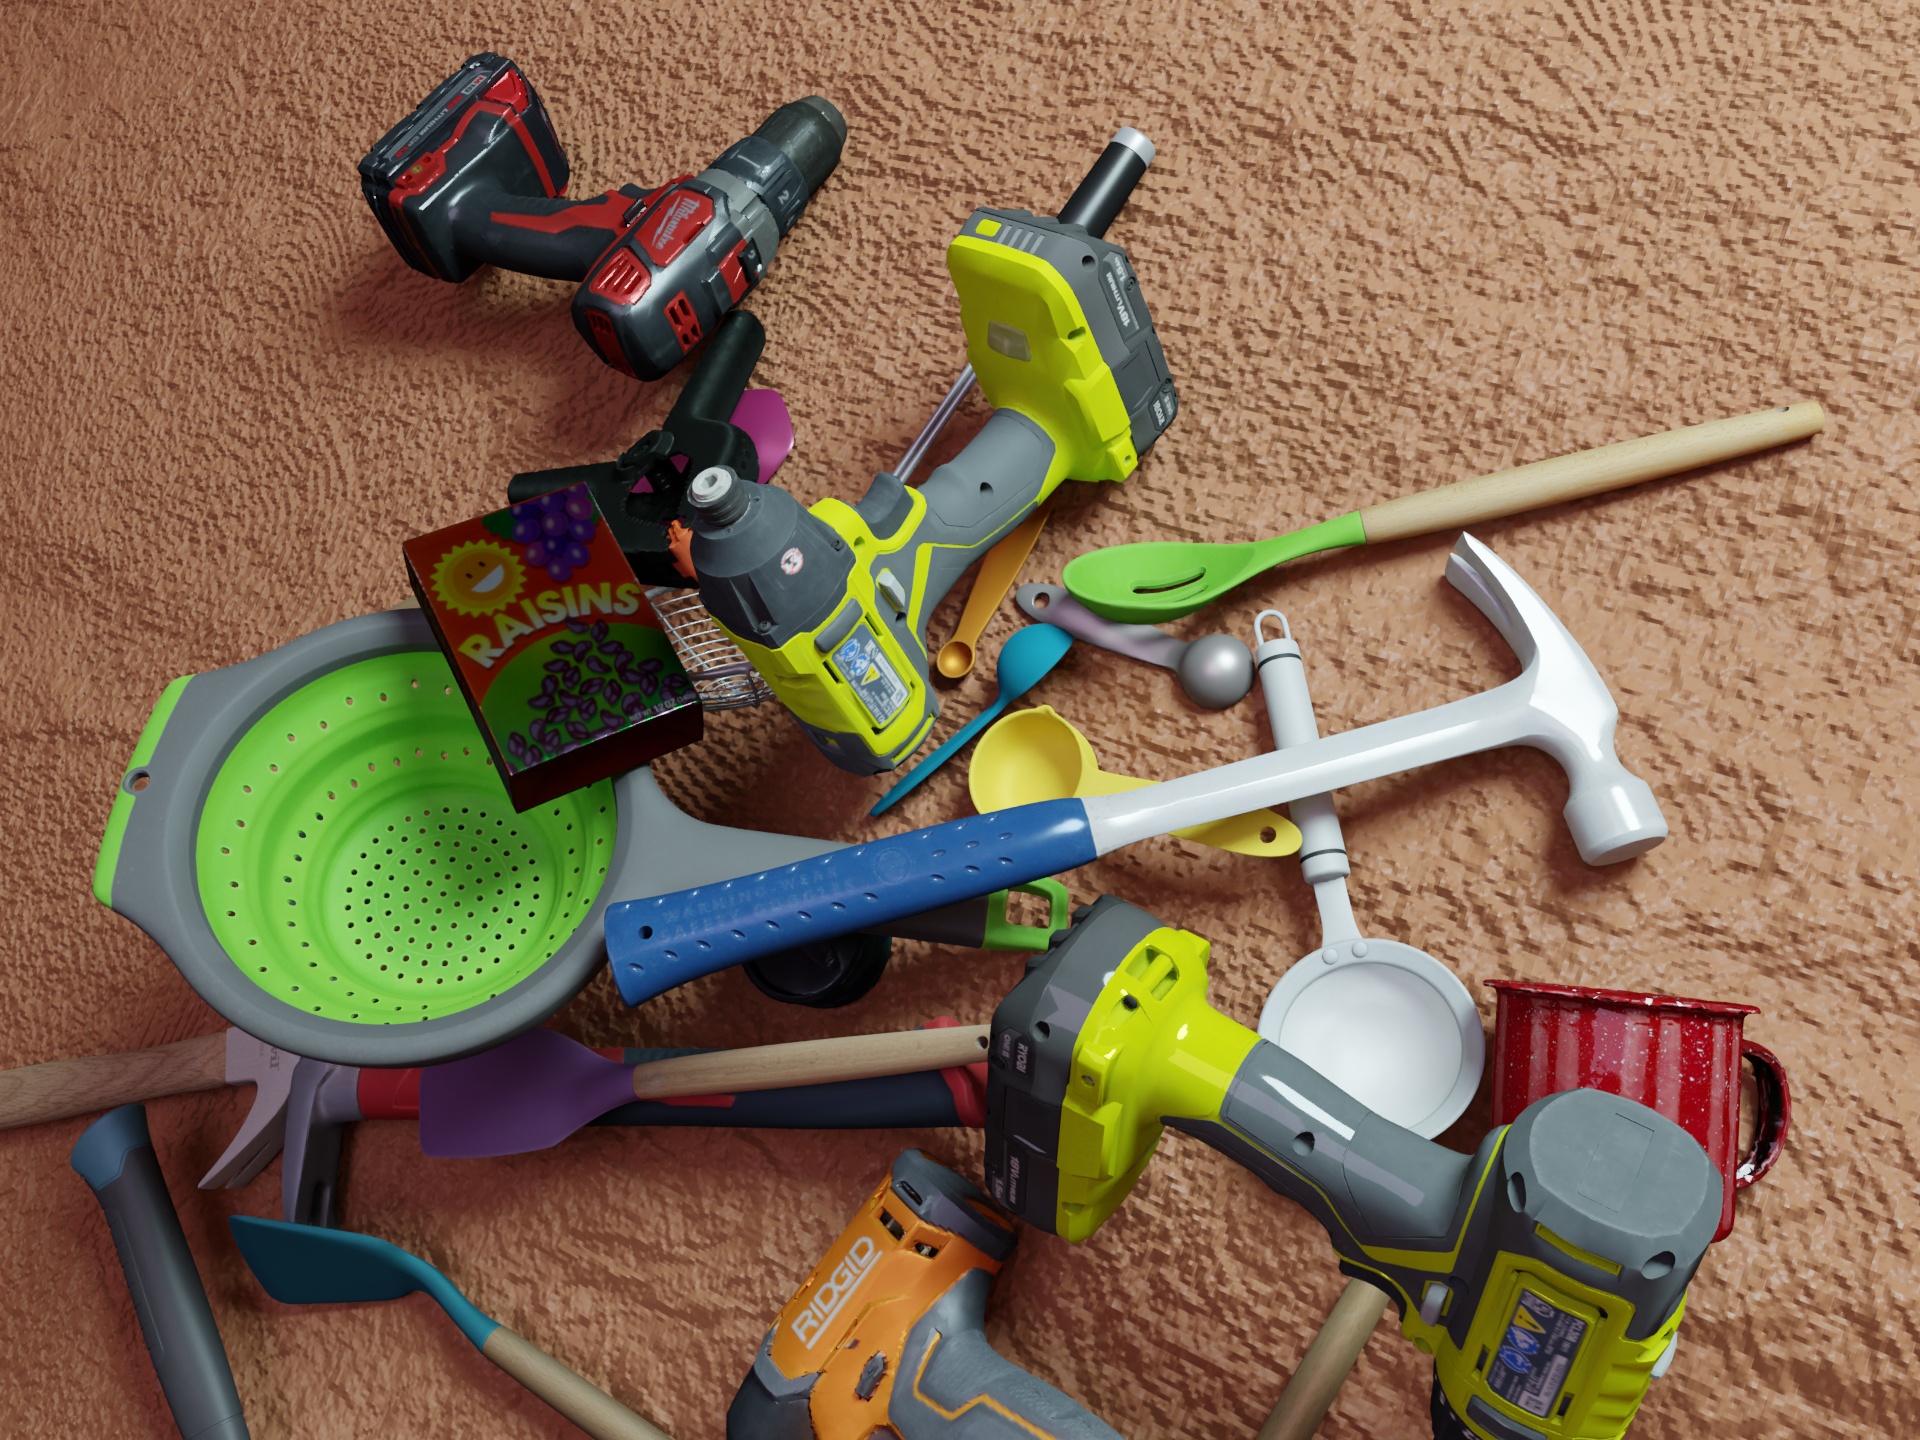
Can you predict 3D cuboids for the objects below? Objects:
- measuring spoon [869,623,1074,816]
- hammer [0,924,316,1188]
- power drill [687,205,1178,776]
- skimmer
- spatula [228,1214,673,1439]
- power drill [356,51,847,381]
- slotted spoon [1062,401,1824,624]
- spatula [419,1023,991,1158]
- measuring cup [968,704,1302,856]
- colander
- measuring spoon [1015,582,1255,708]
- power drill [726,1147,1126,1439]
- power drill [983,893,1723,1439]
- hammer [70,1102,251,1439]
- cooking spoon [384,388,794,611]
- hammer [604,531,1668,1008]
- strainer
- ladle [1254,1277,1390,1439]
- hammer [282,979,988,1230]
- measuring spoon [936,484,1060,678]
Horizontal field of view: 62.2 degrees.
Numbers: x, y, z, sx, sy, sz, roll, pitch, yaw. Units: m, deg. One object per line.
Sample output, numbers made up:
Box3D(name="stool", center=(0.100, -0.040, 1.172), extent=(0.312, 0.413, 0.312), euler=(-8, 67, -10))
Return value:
Box3D(name="measuring spoon", center=(-0.001, -0.002, 0.734), extent=(0.128, 0.042, 0.021), euler=(-42, 98, 14))
Box3D(name="hammer", center=(-0.488, 0.205, 0.880), extent=(0.331, 0.031, 0.130), euler=(-13, 70, 19))
Box3D(name="power drill", center=(-0.013, -0.104, 0.677), extent=(0.080, 0.171, 0.223), euler=(29, 72, 36))
Box3D(name="skimmer", center=(-0.036, -0.152, 0.761), extent=(0.363, 0.090, 0.127), euler=(-55, 37, -1))
Box3D(name="spatula", center=(-0.201, 0.306, 0.726), extent=(0.318, 0.082, 0.044), euler=(23, 46, 22))
Box3D(name="power drill", center=(-0.188, -0.288, 0.860), extent=(0.227, 0.080, 0.188), euler=(26, 67, 26))
Box3D(name="slotted spoon", center=(0.198, -0.087, 0.678), extent=(0.314, 0.031, 0.070), euler=(-13, 27, 15))
Box3D(name="spatula", center=(-0.117, 0.151, 0.686), extent=(0.316, 0.018, 0.060), euler=(-11, 74, 25))
Box3D(name="measuring cup", center=(0.076, 0.036, 0.691), extent=(0.157, 0.029, 0.062), euler=(14, 81, 29))
Box3D(name="colander", center=(-0.154, 0.072, 0.702), extent=(0.397, 0.094, 0.205), euler=(8, 63, -3))
Box3D(name="measuring spoon", center=(0.075, -0.040, 0.724), extent=(0.124, 0.018, 0.034), euler=(24, 86, 27))
Box3D(name="power drill", center=(0.002, 0.292, 0.600), extent=(0.164, 0.084, 0.227), euler=(-51, 46, -5))
Box3D(name="power drill", center=(0.123, 0.174, 0.552), extent=(0.229, 0.190, 0.080), euler=(24, 43, 27))
Box3D(name="hammer", center=(-0.362, 0.344, 0.769), extent=(0.128, 0.033, 0.331), euler=(-32, 73, 10))
Box3D(name="cooking spoon", center=(-0.230, -0.094, 0.864), extent=(0.319, 0.017, 0.069), euler=(-25, 66, 14))
Box3D(name="hammer", center=(0.060, 0.035, 0.633), extent=(0.405, 0.035, 0.144), euler=(-15, 66, -3))
Box3D(name="strainer", center=(0.153, 0.068, 0.652), extent=(0.087, 0.050, 0.259), euler=(-14, 65, 14))
Box3D(name="ladle", center=(0.089, 0.327, 0.597), extent=(0.078, 0.062, 0.320), euler=(31, 86, 18))
Box3D(name="hammer", center=(-0.161, 0.185, 0.732), extent=(0.386, 0.038, 0.143), euler=(-6, 75, 26))
Box3D(name="measuring spoon", center=(0.021, -0.071, 0.762), extent=(0.021, 0.011, 0.117), euler=(22, 81, 28))
